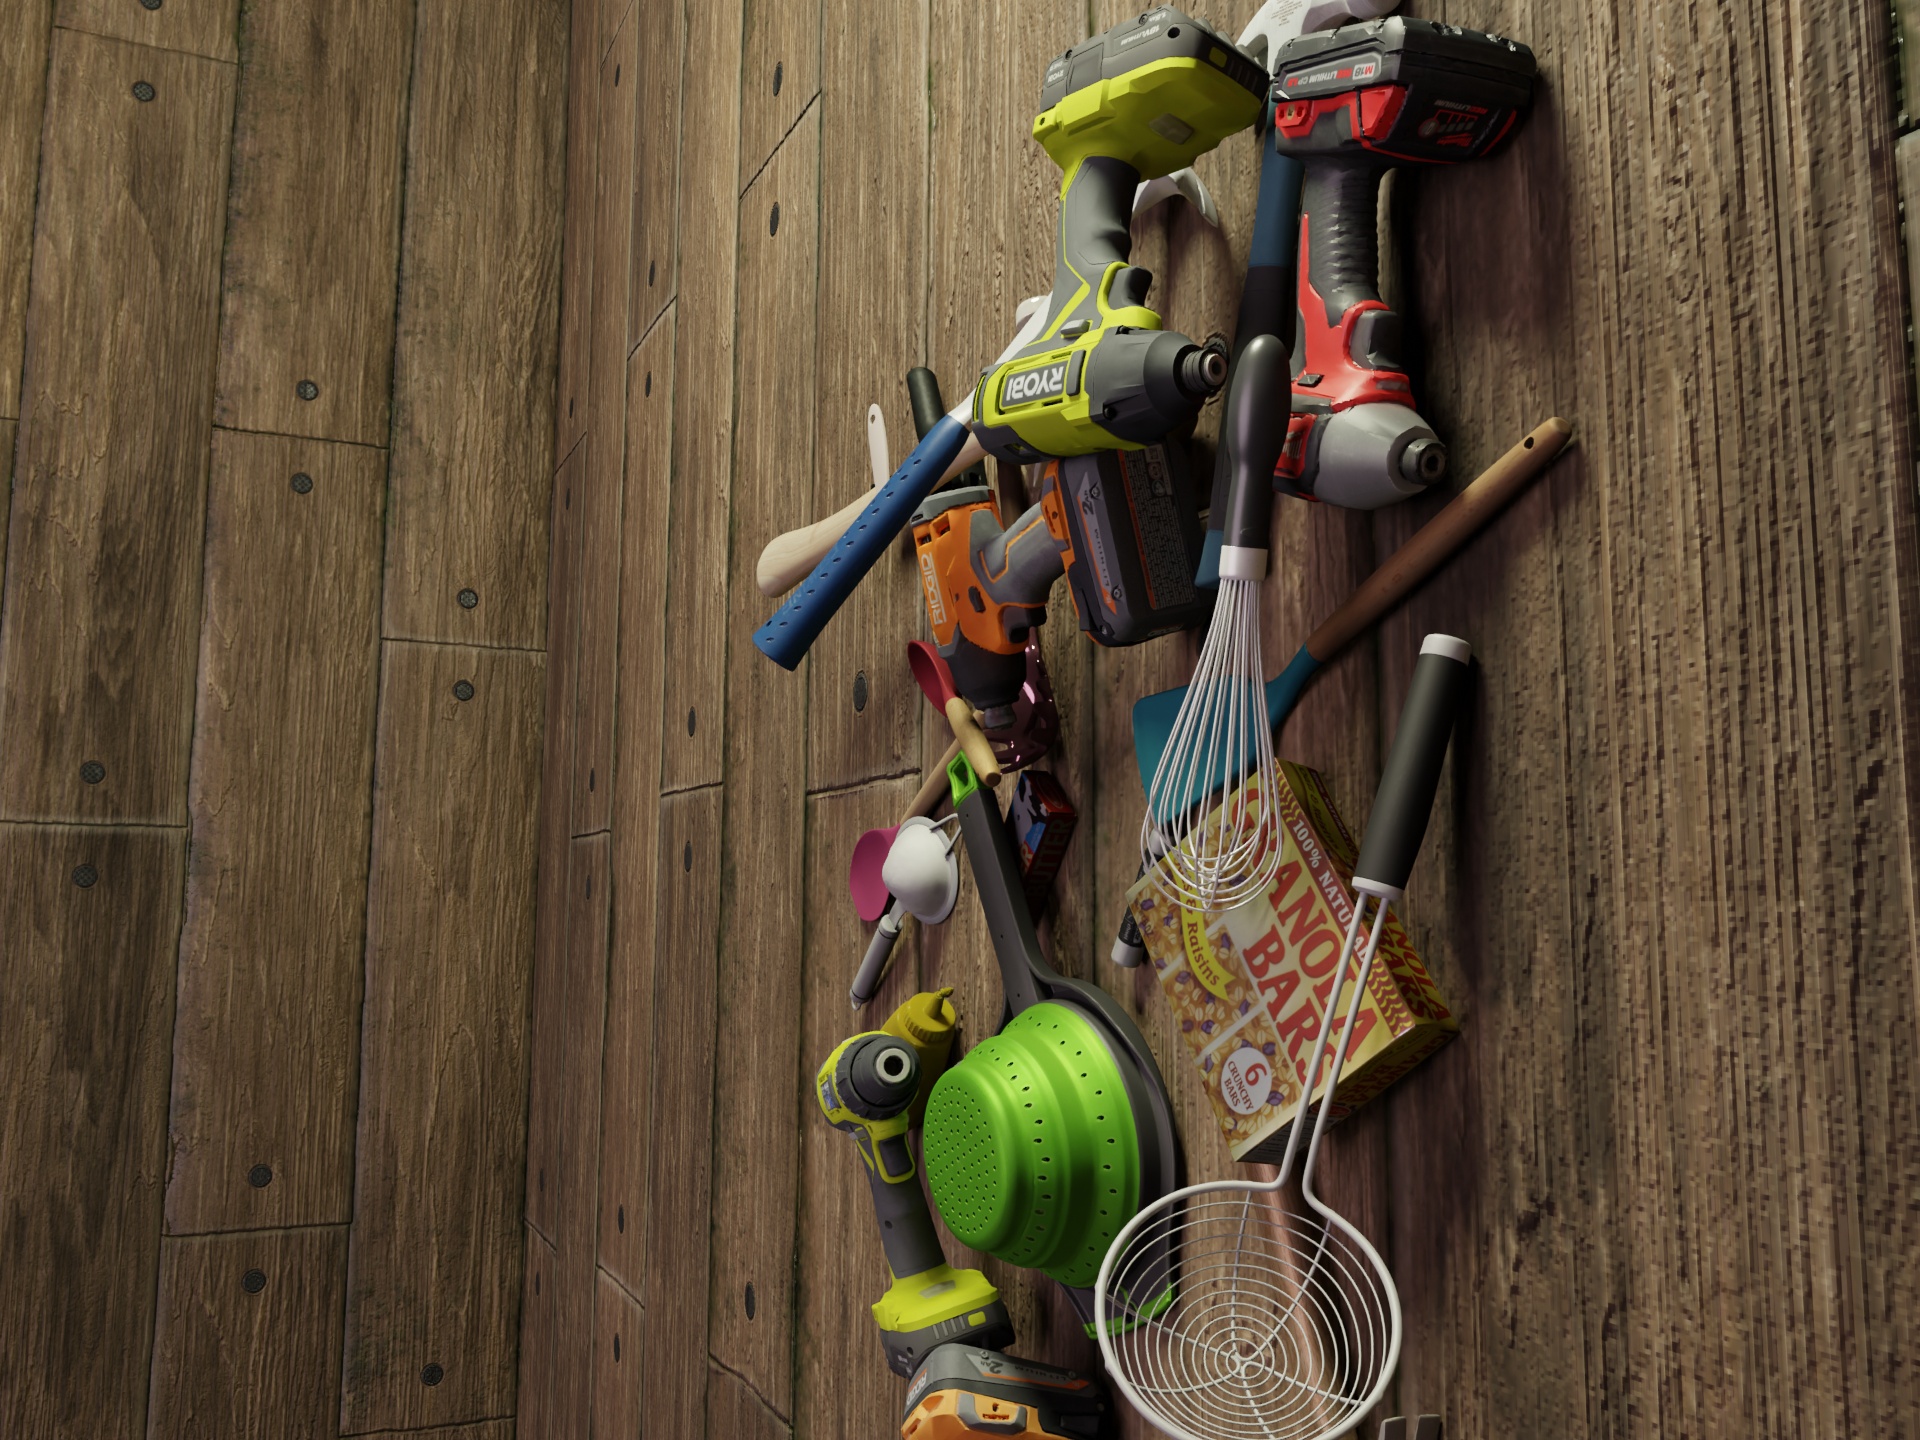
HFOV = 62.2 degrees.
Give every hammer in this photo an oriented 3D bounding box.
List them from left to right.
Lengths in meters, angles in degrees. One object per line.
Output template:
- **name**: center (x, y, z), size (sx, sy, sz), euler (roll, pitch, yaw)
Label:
- **hammer**: center (-0.048, -0.170, 1.239), size (0.410, 0.038, 0.146), euler (-26, 59, 50)
- **hammer**: center (0.007, -0.196, 1.006), size (0.405, 0.035, 0.144), euler (-51, 32, 6)
- **hammer**: center (0.169, -0.236, 0.879), size (0.128, 0.033, 0.331), euler (-158, 74, -63)
- **hammer**: center (0.166, 0.251, 0.819), size (0.130, 0.031, 0.332), euler (132, 136, -54)

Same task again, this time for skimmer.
- **skimmer**: center (0.161, 0.127, 0.690), size (0.127, 0.090, 0.363), euler (15, 82, 25)

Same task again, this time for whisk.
- **whisk**: center (0.136, -0.045, 0.780), size (0.070, 0.070, 0.284), euler (-162, 76, -65)

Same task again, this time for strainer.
- **strainer**: center (-0.056, 0.166, 1.307), size (0.087, 0.050, 0.258), euler (57, 142, 31)

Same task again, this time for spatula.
- **spatula**: center (0.187, -0.049, 0.803), size (0.317, 0.044, 0.082), euler (129, 141, -50)

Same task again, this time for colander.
- **colander**: center (0.019, 0.197, 1.027), size (0.204, 0.094, 0.397), euler (-51, 48, 49)

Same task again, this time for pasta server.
- **pasta server**: center (0.036, -0.111, 1.145), size (0.060, 0.040, 0.316), euler (-29, 59, 48)

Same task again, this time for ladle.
- **ladle**: center (-0.002, -0.004, 1.121), size (0.316, 0.031, 0.069), euler (-118, 3, -74)

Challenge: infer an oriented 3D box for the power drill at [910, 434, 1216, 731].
- **power drill**: center (0.055, -0.082, 1.003), size (0.226, 0.084, 0.164), euler (-11, 91, 57)

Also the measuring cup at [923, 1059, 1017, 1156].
- **measuring cup**: center (-0.005, 0.300, 1.173), size (0.167, 0.038, 0.083), euler (-48, 45, 51)

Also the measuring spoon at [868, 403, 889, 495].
- **measuring spoon**: center (-0.067, -0.193, 1.225), size (0.034, 0.018, 0.124), euler (-35, 53, 47)

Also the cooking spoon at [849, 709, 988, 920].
- **cooking spoon**: center (-0.032, 0.072, 1.290), size (0.318, 0.017, 0.069), euler (-56, 48, 48)

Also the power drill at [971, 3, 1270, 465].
- **power drill**: center (0.091, -0.256, 0.863), size (0.171, 0.080, 0.223), euler (1, 79, 53)

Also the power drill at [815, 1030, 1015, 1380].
- **power drill**: center (-0.038, 0.328, 1.106), size (0.190, 0.080, 0.229), euler (124, 130, -69)

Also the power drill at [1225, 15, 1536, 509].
- **power drill**: center (0.198, -0.212, 0.768), size (0.143, 0.078, 0.219), euler (-144, 58, -63)

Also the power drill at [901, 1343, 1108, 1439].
- **power drill**: center (0.044, 0.501, 0.930), size (0.226, 0.185, 0.084), euler (-85, 16, -48)

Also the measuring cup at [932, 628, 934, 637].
- **measuring cup**: center (0.002, -0.061, 1.219), size (0.157, 0.029, 0.062), euler (21, 106, 63)
